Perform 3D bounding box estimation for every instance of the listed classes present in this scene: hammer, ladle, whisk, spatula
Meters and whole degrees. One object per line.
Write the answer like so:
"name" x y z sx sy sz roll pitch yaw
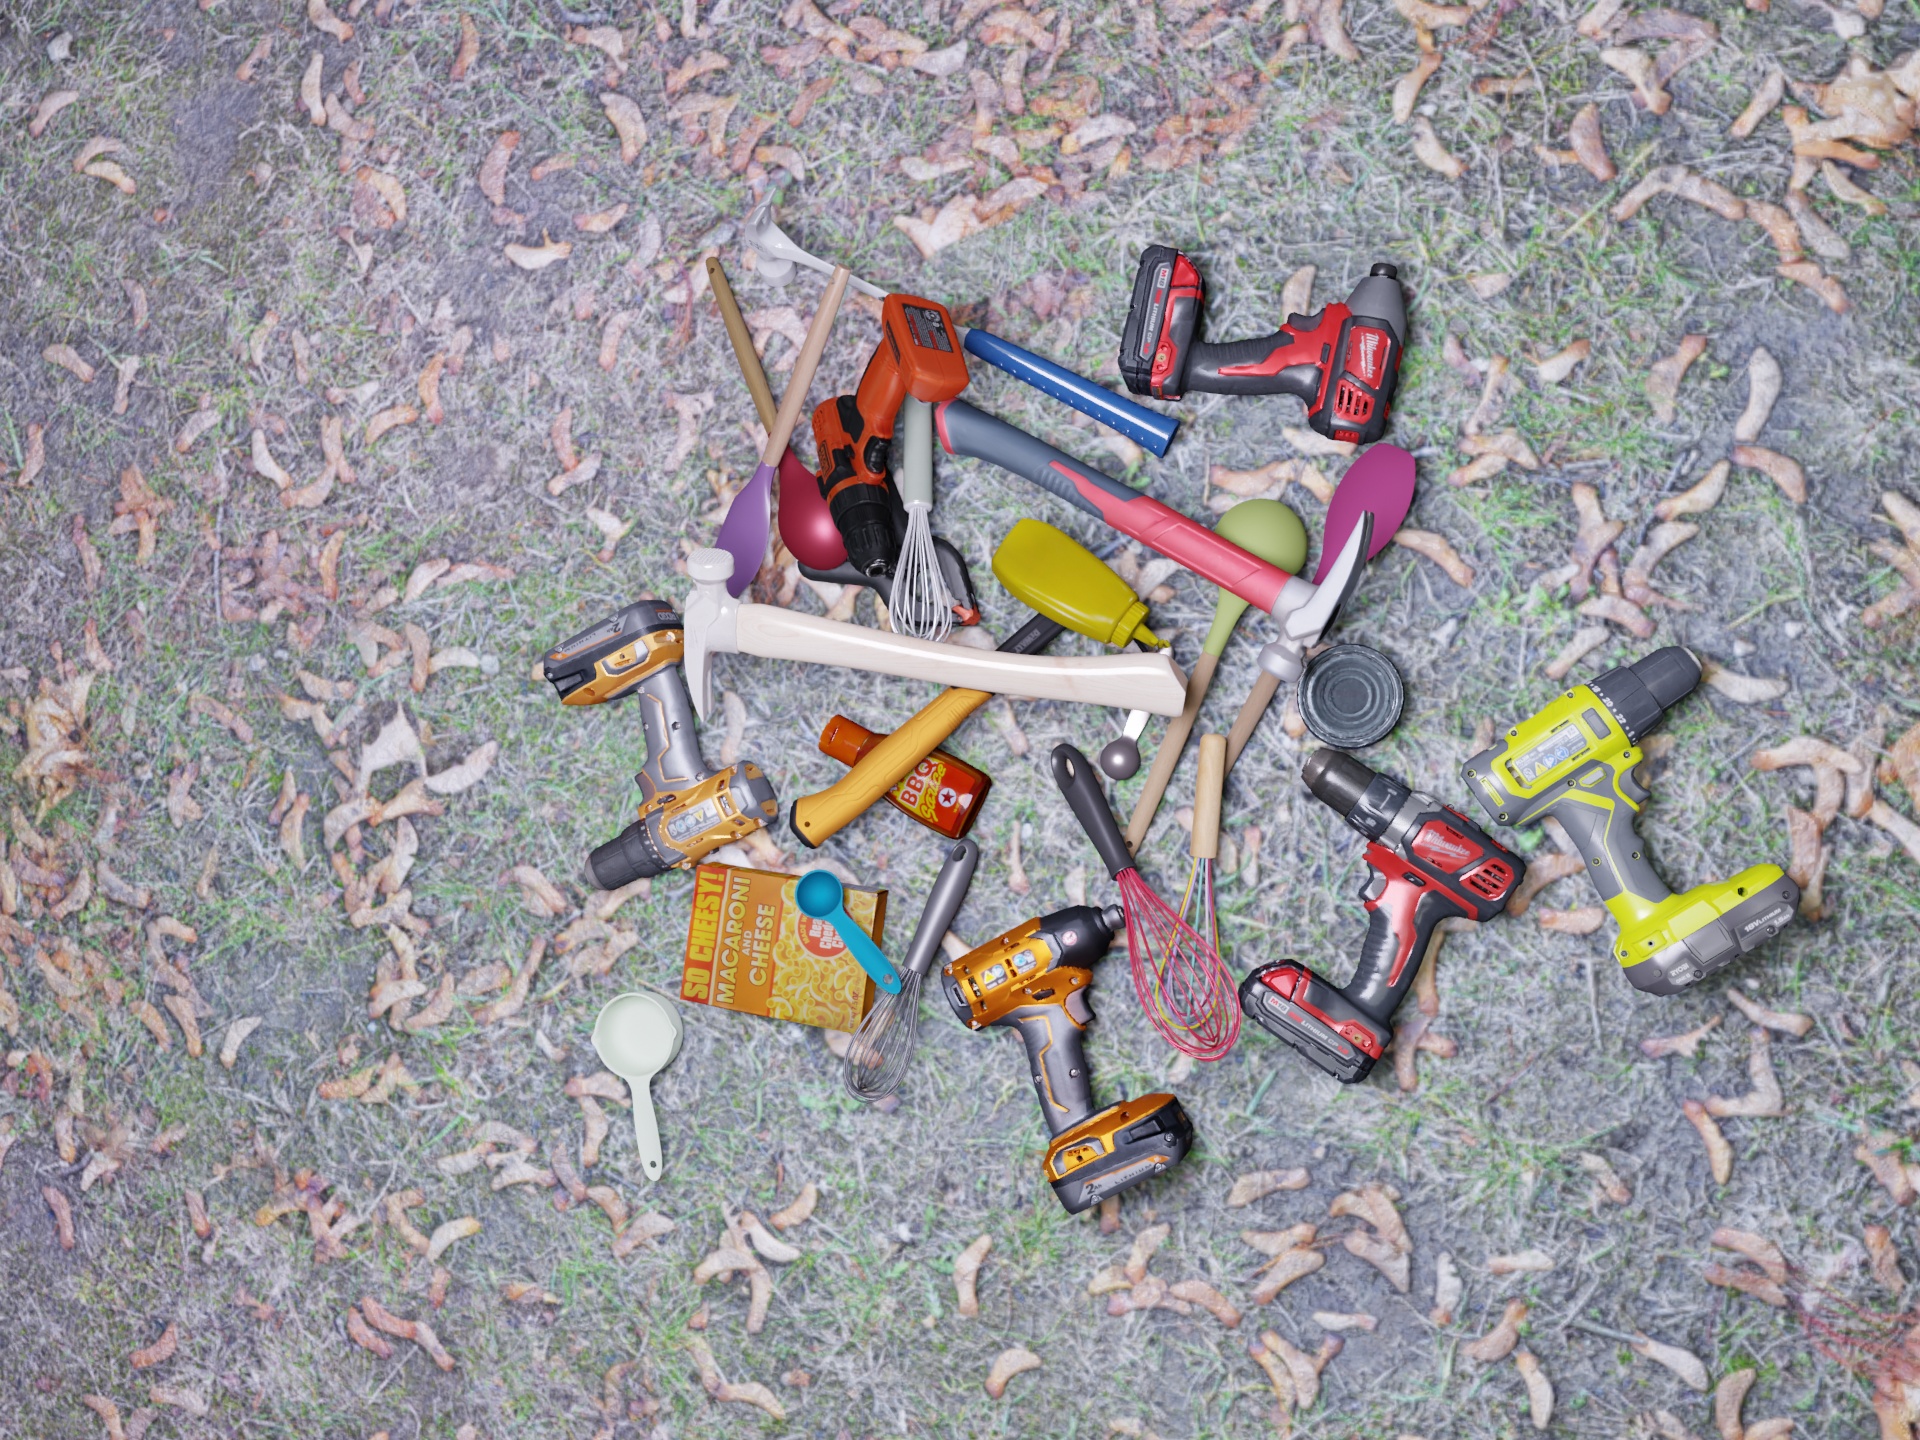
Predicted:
"hammer" -0.003 -0.327 1.336 0.405 0.144 0.035 28 84 6
"ladle" 0.199 -0.031 1.317 0.078 0.062 0.320 24 101 15
"ladle" -0.170 -0.276 1.402 0.069 0.031 0.316 -27 75 21
"hammer" -0.025 -0.040 1.285 0.410 0.038 0.146 9 117 9
"whisk" 0.140 0.140 1.282 0.073 0.073 0.296 -32 62 11
"hammer" -0.002 -0.004 1.331 0.337 0.034 0.127 -40 77 -1
"hammer" 0.142 -0.185 1.290 0.386 0.038 0.143 33 106 24
"whisk" -0.037 0.211 1.350 0.055 0.055 0.239 22 83 14
"spatula" -0.153 -0.240 1.354 0.060 0.018 0.315 43 123 28
"whisk" 0.193 0.133 1.300 0.047 0.051 0.245 6 93 21
"whisk" -0.036 -0.172 1.341 0.057 0.059 0.246 8 73 -28

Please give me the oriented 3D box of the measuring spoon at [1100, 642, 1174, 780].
"measuring spoon" 0.151 -0.008 1.333 0.034 0.018 0.124 23 94 11

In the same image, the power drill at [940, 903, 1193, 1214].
"power drill" 0.102 0.268 1.309 0.164 0.084 0.226 -30 78 12

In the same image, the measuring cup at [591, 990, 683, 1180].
"measuring cup" -0.279 0.325 1.425 0.083 0.038 0.167 -9 89 14

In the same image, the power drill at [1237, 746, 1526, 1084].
"power drill" 0.310 0.150 1.263 0.188 0.080 0.226 35 94 12

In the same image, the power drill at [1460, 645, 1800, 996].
"power drill" 0.524 0.073 1.210 0.190 0.080 0.229 -35 78 11

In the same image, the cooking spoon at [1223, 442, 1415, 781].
"cooking spoon" 0.277 -0.079 1.296 0.069 0.017 0.319 35 101 40

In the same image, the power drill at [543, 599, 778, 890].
"power drill" -0.287 0.029 1.415 0.185 0.084 0.226 -27 87 13

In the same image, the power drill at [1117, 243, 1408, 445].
"power drill" 0.248 -0.313 1.289 0.220 0.078 0.143 13 92 11

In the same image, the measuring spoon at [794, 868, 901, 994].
"measuring spoon" -0.091 0.181 1.345 0.042 0.021 0.129 -40 78 0
